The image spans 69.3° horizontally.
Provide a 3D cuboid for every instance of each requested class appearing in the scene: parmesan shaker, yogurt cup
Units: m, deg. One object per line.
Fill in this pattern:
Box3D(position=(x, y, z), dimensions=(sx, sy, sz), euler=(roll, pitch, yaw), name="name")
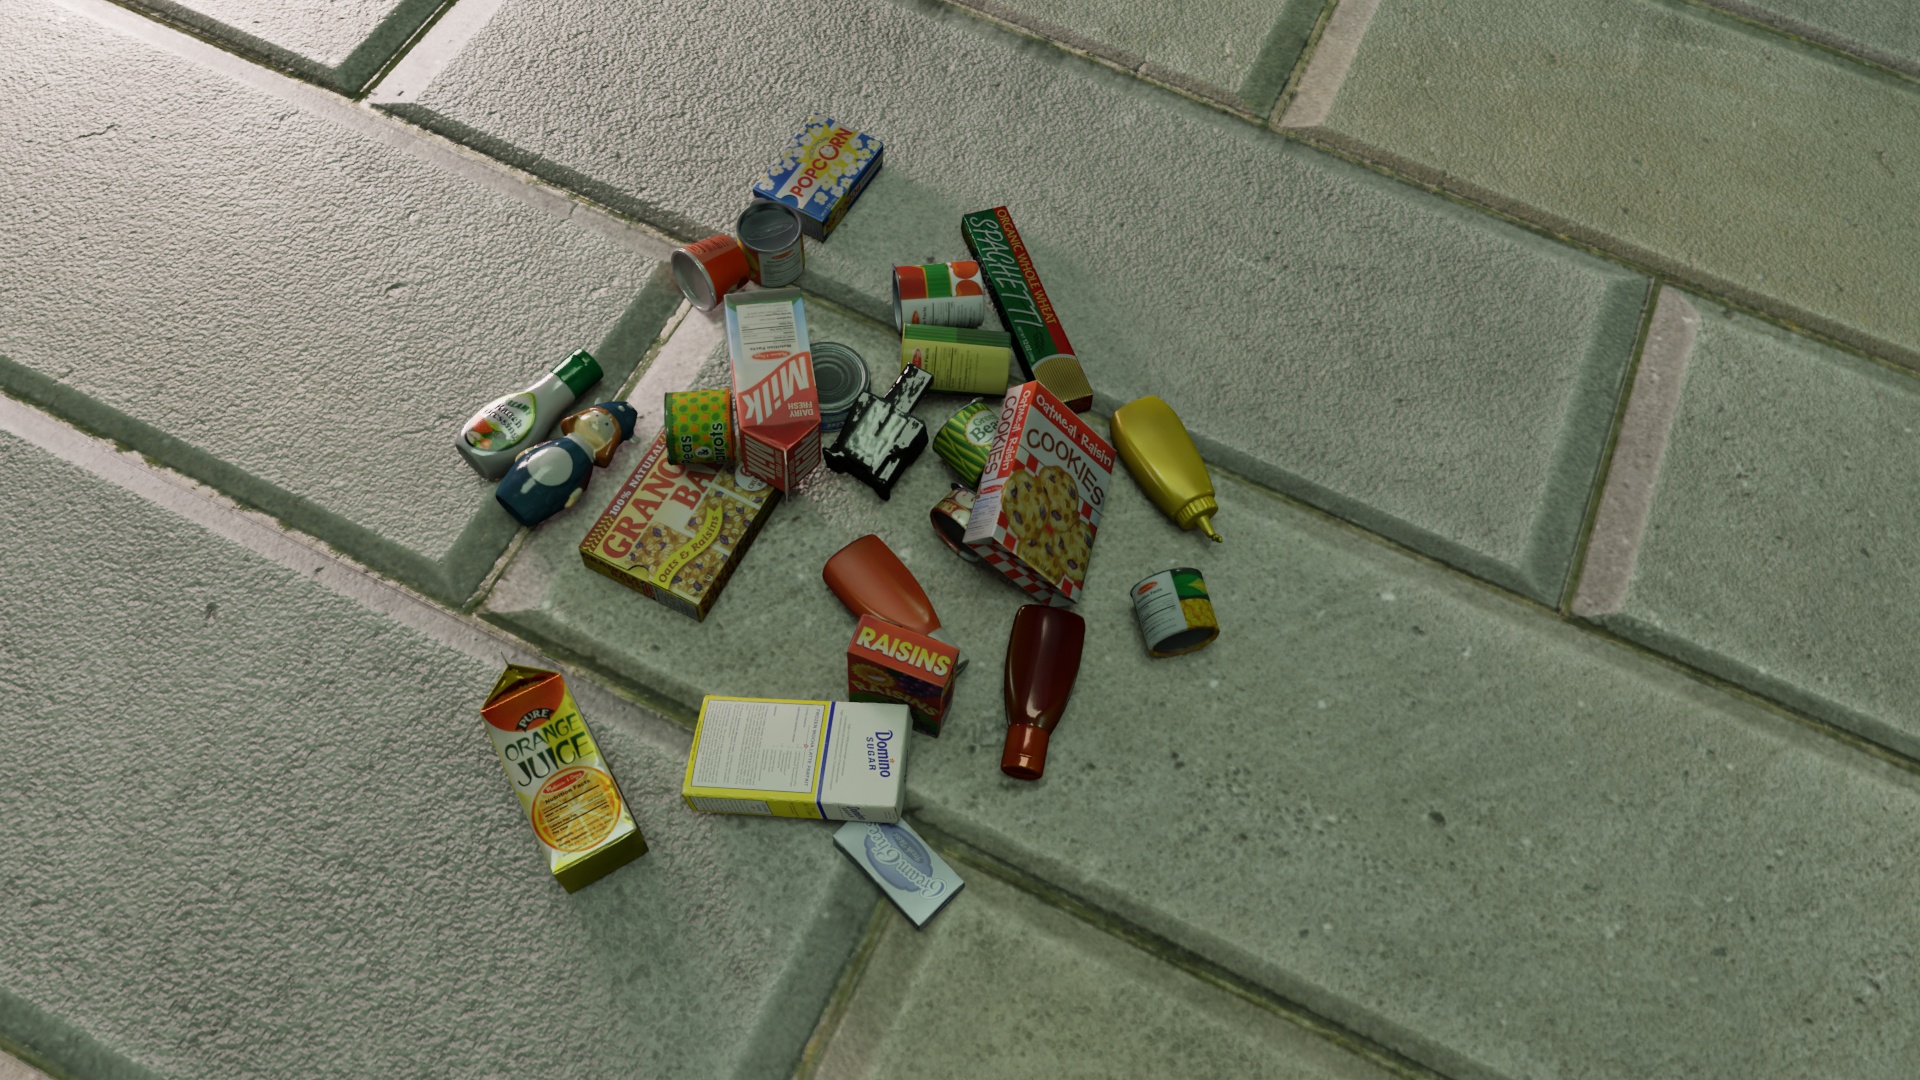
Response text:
Box3D(position=(-0.006, -0.170, 1.339), dimensions=(0.103, 0.071, 0.071), euler=(5, 63, -2), name="parmesan shaker")
Box3D(position=(-0.245, -0.267, 1.374), dimensions=(0.054, 0.072, 0.072), euler=(-36, 70, -28), name="yogurt cup")

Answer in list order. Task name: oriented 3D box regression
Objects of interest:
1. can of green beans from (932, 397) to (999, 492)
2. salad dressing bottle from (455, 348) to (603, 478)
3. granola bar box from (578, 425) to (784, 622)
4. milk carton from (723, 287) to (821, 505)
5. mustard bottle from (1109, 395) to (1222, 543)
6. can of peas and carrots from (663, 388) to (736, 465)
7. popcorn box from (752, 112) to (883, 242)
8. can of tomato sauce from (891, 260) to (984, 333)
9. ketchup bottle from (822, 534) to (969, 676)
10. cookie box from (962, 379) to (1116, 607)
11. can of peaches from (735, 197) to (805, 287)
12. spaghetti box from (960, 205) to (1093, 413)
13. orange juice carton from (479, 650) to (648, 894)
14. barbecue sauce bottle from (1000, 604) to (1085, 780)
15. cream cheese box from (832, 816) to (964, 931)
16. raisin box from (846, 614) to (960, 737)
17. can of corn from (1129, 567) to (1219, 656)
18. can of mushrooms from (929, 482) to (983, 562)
Box3D(position=(0.017, -0.087, 1.295), dimensions=(0.071, 0.071, 0.058), euler=(-36, 71, -20), name="can of green beans")
Box3D(position=(-0.400, -0.121, 1.297), dimensions=(0.064, 0.043, 0.148), euler=(37, 66, 16), name="salad dressing bottle")
Box3D(position=(-0.247, -0.025, 1.260), dimensions=(0.124, 0.039, 0.166), euler=(25, 63, 9), name="granola bar box")
Box3D(position=(-0.168, -0.131, 1.260), dimensions=(0.073, 0.072, 0.191), euler=(-7, 61, -9), name="milk carton")
Box3D(position=(0.199, -0.060, 1.303), dimensions=(0.065, 0.048, 0.160), euler=(-22, 67, -14), name="mustard bottle")
Box3D(position=(-0.232, -0.100, 1.239), dimensions=(0.059, 0.070, 0.071), euler=(-4, 63, -7), name="can of peas and carrots")
Box3D(position=(-0.147, -0.381, 1.453), dimensions=(0.085, 0.038, 0.127), euler=(27, 64, 9), name="popcorn box")
Box3D(position=(-0.023, -0.242, 1.373), dimensions=(0.083, 0.071, 0.071), euler=(-6, 63, -8), name="can of tomato sauce")
Box3D(position=(-0.054, 0.063, 1.224), dimensions=(0.065, 0.043, 0.149), euler=(-32, 69, -31), name="ketchup bottle")
Box3D(position=(0.074, -0.042, 1.251), dimensions=(0.122, 0.040, 0.168), euler=(38, 56, -35), name="cookie box")
Box3D(position=(-0.191, -0.299, 1.396), dimensions=(0.071, 0.057, 0.071), euler=(1, 63, -2), name="can of peaches")
Box3D(position=(0.064, -0.233, 1.395), dimensions=(0.050, 0.028, 0.251), euler=(-16, 65, -12), name="spaghetti box")
Box3D(position=(-0.330, 0.180, 1.130), dimensions=(0.073, 0.071, 0.193), euler=(-26, 68, -16), name="orange juice carton")
Box3D(position=(0.066, 0.131, 1.198), dimensions=(0.065, 0.043, 0.149), euler=(12, 63, 3), name="barbecue sauce bottle")
Box3D(position=(-0.051, 0.262, 1.132), dimensions=(0.104, 0.024, 0.053), euler=(42, 69, 17), name="cream cheese box")
Box3D(position=(-0.048, 0.114, 1.154), dimensions=(0.086, 0.122, 0.040), euler=(20, 64, 7), name="raisin box")
Box3D(position=(0.192, 0.064, 1.230), dimensions=(0.071, 0.071, 0.058), euler=(-10, 65, -9), name="can of corn")
Box3D(position=(0.004, -0.016, 1.256), dimensions=(0.071, 0.070, 0.033), euler=(41, 69, 16), name="can of mushrooms")
